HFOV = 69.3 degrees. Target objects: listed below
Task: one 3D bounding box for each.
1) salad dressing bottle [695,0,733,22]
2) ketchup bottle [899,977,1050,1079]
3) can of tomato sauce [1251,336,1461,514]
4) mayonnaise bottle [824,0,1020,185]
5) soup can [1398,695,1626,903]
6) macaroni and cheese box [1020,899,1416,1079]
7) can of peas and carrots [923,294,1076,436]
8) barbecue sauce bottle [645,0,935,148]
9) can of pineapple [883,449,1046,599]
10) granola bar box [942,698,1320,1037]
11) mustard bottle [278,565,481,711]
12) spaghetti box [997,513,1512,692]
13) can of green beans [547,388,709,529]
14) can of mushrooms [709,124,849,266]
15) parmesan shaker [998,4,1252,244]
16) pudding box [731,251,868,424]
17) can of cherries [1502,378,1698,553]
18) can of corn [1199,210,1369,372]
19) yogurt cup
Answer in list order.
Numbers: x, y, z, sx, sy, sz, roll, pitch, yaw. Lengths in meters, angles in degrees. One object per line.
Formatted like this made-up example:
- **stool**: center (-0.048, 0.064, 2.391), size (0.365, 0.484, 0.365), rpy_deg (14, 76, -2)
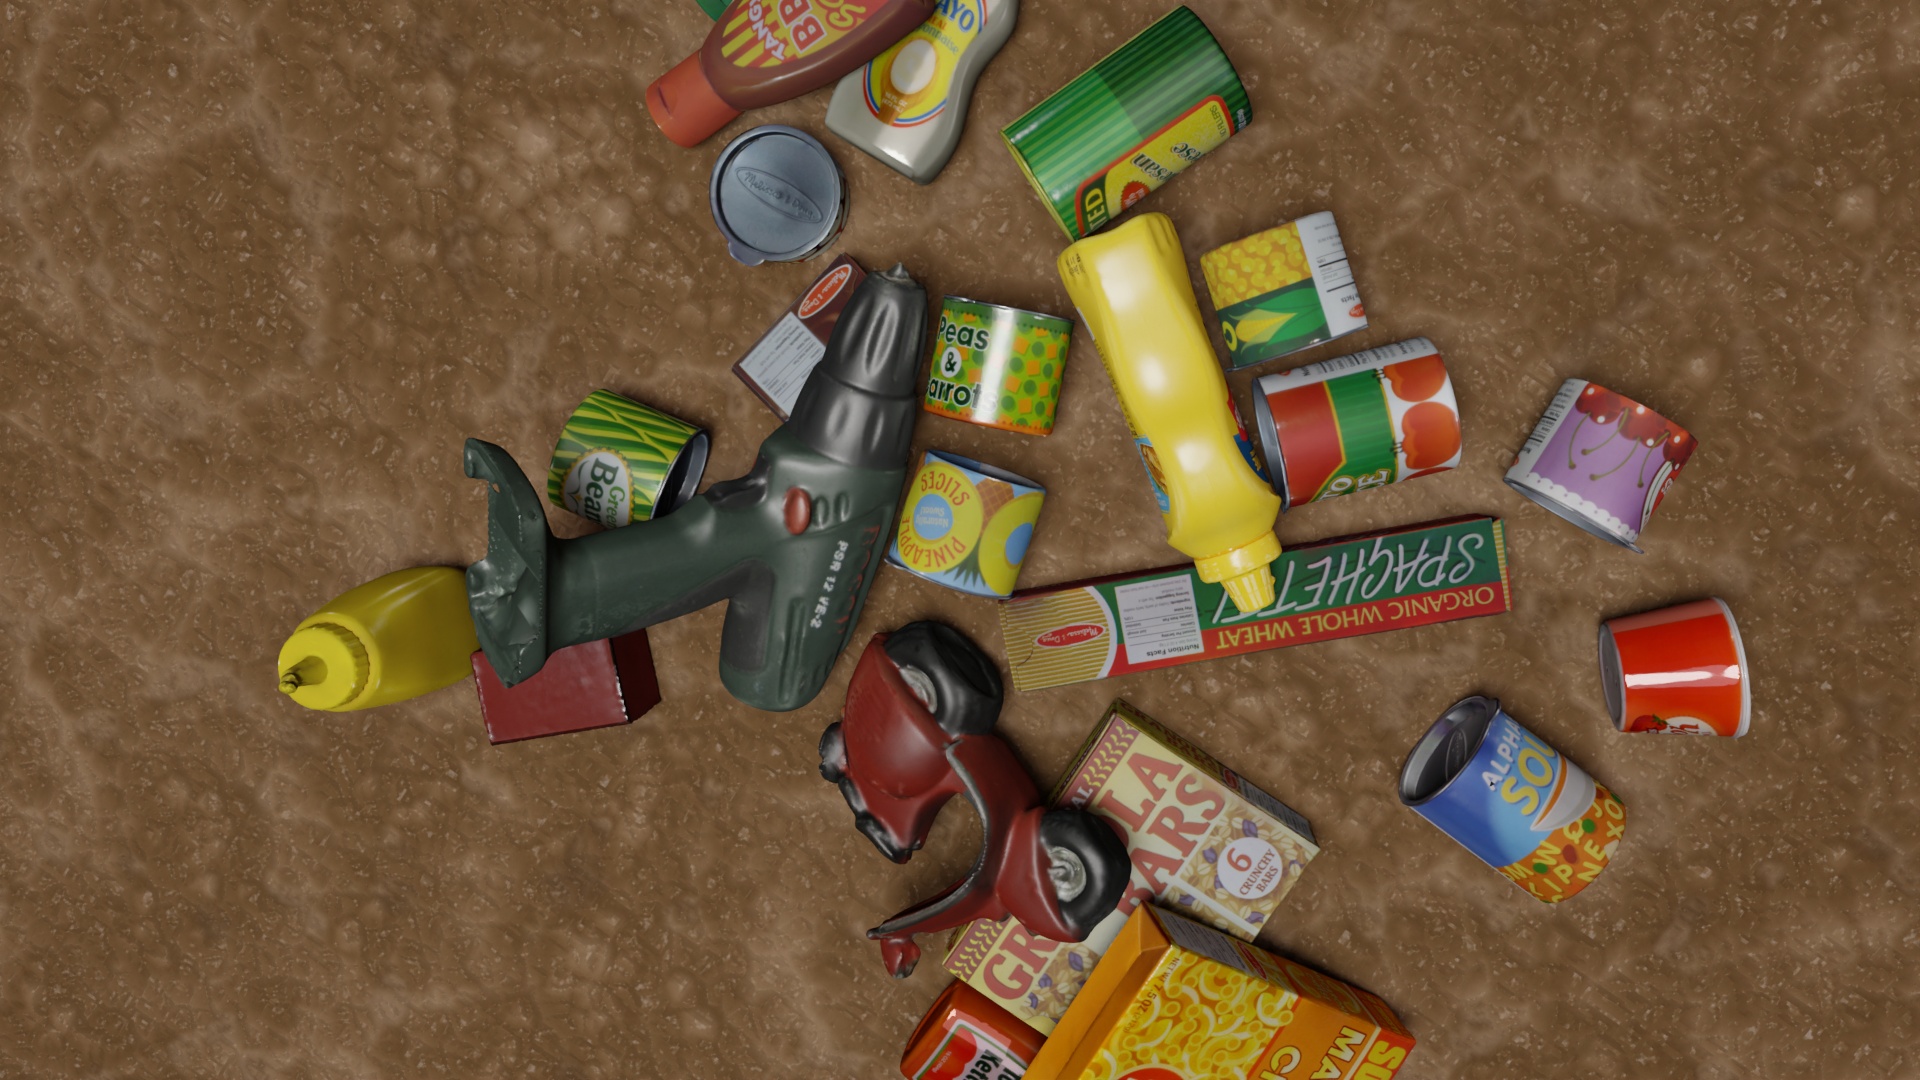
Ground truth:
- **salad dressing bottle**: center (-0.070, -0.309, 0.671), size (0.147, 0.044, 0.064), rpy_deg (-33, 128, 15)
- **ketchup bottle**: center (0.044, 0.296, 0.737), size (0.149, 0.044, 0.064), rpy_deg (34, 111, 0)
- **can of tomato sauce**: center (0.190, -0.054, 0.668), size (0.083, 0.071, 0.071), rpy_deg (-14, 96, 7)
- **mayonnaise bottle**: center (-0.005, -0.252, 0.676), size (0.065, 0.041, 0.148), rpy_deg (32, 99, 6)
- **soup can**: center (0.272, 0.125, 0.681), size (0.084, 0.071, 0.071), rpy_deg (36, 99, 0)
- **macaroni and cheese box**: center (0.128, 0.264, 0.693), size (0.166, 0.040, 0.123), rpy_deg (27, 101, -23)
- **can of peas and carrots**: center (0.017, -0.086, 0.680), size (0.071, 0.071, 0.058), rpy_deg (12, 99, 4)
- **barbecue sauce bottle**: center (-0.086, -0.241, 0.667), size (0.148, 0.044, 0.065), rpy_deg (-26, 84, 26)
- **can of pineapple**: center (0.002, -0.009, 0.691), size (0.071, 0.071, 0.057), rpy_deg (19, 98, 3)
- **granola bar box**: center (0.087, 0.185, 0.721), size (0.124, 0.039, 0.165), rpy_deg (33, 99, 1)
- **mustard bottle**: center (-0.288, 0.052, 0.681), size (0.049, 0.160, 0.065), rpy_deg (-9, 95, 8)
- **spaghetti box**: center (0.146, 0.031, 0.702), size (0.250, 0.029, 0.050), rpy_deg (-10, 96, 7)
- **can of green beans**: center (-0.168, -0.037, 0.706), size (0.058, 0.071, 0.071), rpy_deg (23, 99, 3)
- **can of mushrooms**: center (-0.091, -0.171, 0.699), size (0.071, 0.033, 0.071), rpy_deg (1, 97, 5)
- **parmesan shaker**: center (0.078, -0.197, 0.659), size (0.103, 0.071, 0.071), rpy_deg (-33, 93, 9)
- **pudding box**: center (-0.069, -0.099, 0.707), size (0.083, 0.030, 0.049), rpy_deg (-44, 90, 9)
- **can of cherries**: center (0.305, -0.036, 0.659), size (0.071, 0.071, 0.058), rpy_deg (30, 98, 1)
- **can of corn**: center (0.152, -0.118, 0.665), size (0.071, 0.071, 0.058), rpy_deg (-18, 94, 8)
- **yogurt cup**: center (0.342, 0.063, 0.670), size (0.054, 0.072, 0.072), rpy_deg (-7, 97, 15)
